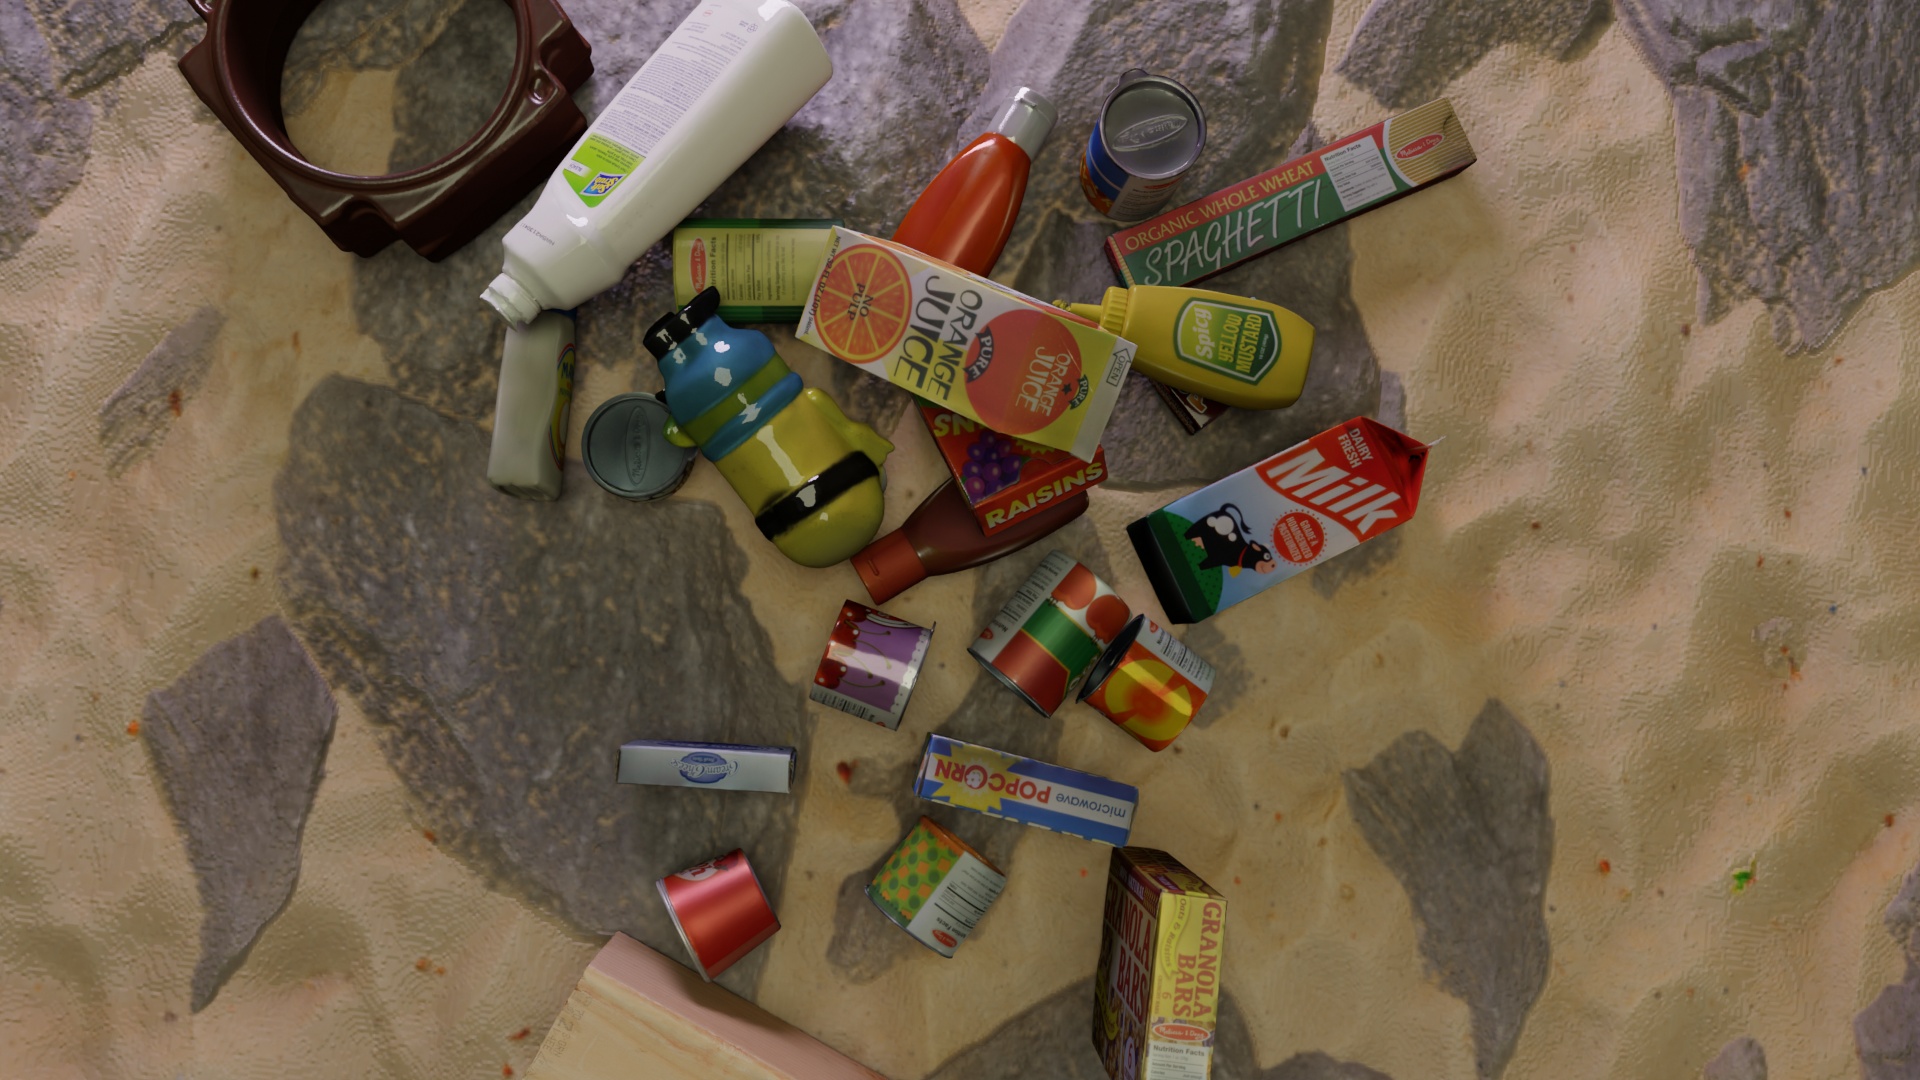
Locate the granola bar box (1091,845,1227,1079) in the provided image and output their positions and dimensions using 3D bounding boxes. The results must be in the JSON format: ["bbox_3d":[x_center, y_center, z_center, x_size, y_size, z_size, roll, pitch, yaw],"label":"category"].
[{"bbox_3d":[0.109,0.249,0.793,0.039,0.165,0.124,7,85,-2],"label":"granola bar box"}]

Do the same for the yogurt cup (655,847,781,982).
[{"bbox_3d":[-0.143,0.221,0.830,0.054,0.072,0.072,-27,87,-13],"label":"yogurt cup"}]

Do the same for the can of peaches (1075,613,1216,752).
[{"bbox_3d":[0.115,0.090,0.859,0.058,0.071,0.071,36,84,-1],"label":"can of peaches"}]

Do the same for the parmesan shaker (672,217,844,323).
[{"bbox_3d":[-0.123,-0.165,0.865,0.103,0.071,0.071,-1,85,-5],"label":"parmesan shaker"}]

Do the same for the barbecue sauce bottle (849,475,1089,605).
[{"bbox_3d":[0.003,-0.011,0.870,0.149,0.043,0.065,-30,76,-5],"label":"barbecue sauce bottle"}]

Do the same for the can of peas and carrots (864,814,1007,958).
[{"bbox_3d":[-0.016,0.207,0.840,0.071,0.071,0.059,38,84,0],"label":"can of peas and carrots"}]

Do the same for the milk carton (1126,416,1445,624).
[{"bbox_3d":[0.209,-0.020,0.871,0.191,0.072,0.073,-25,87,-6],"label":"milk carton"}]

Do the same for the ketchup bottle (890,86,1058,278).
[{"bbox_3d":[0.011,-0.220,0.890,0.065,0.043,0.149,30,83,6],"label":"ketchup bottle"}]

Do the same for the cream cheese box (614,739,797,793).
[{"bbox_3d":[-0.152,0.136,0.842,0.104,0.053,0.024,4,87,-4],"label":"cream cheese box"}]

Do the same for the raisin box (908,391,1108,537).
[{"bbox_3d":[0.025,-0.074,0.850,0.086,0.040,0.124,-25,58,-3],"label":"raisin box"}]

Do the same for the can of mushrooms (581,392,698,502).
[{"bbox_3d":[-0.197,-0.057,0.866,0.071,0.033,0.071,0,84,-4],"label":"can of mushrooms"}]

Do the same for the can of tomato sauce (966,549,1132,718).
[{"bbox_3d":[0.057,0.058,0.857,0.071,0.071,0.083,41,83,0],"label":"can of tomato sauce"}]

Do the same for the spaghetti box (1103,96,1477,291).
[{"bbox_3d":[0.215,-0.221,0.911,0.250,0.028,0.050,-24,87,-6],"label":"spaghetti box"}]

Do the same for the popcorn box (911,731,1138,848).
[{"bbox_3d":[0.037,0.149,0.837,0.127,0.085,0.038,14,84,-2],"label":"popcorn box"}]

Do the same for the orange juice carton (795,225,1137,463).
[{"bbox_3d":[0.007,-0.112,0.795,0.193,0.073,0.071,27,105,27],"label":"orange juice carton"}]

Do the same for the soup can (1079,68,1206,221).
[{"bbox_3d":[0.113,-0.249,0.879,0.071,0.083,0.071,0,85,-4],"label":"soup can"}]

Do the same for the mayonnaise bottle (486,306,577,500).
[{"bbox_3d":[-0.259,-0.101,0.853,0.041,0.064,0.148,5,81,-2],"label":"mayonnaise bottle"}]

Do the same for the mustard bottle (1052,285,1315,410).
[{"bbox_3d":[0.134,-0.125,0.855,0.160,0.048,0.065,13,82,-2],"label":"mustard bottle"}]

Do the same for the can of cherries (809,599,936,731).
[{"bbox_3d":[-0.053,0.073,0.848,0.058,0.071,0.071,20,84,-1],"label":"can of cherries"}]

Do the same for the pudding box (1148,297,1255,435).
[{"bbox_3d":[0.169,-0.113,0.898,0.084,0.030,0.049,-37,87,-6],"label":"pudding box"}]
